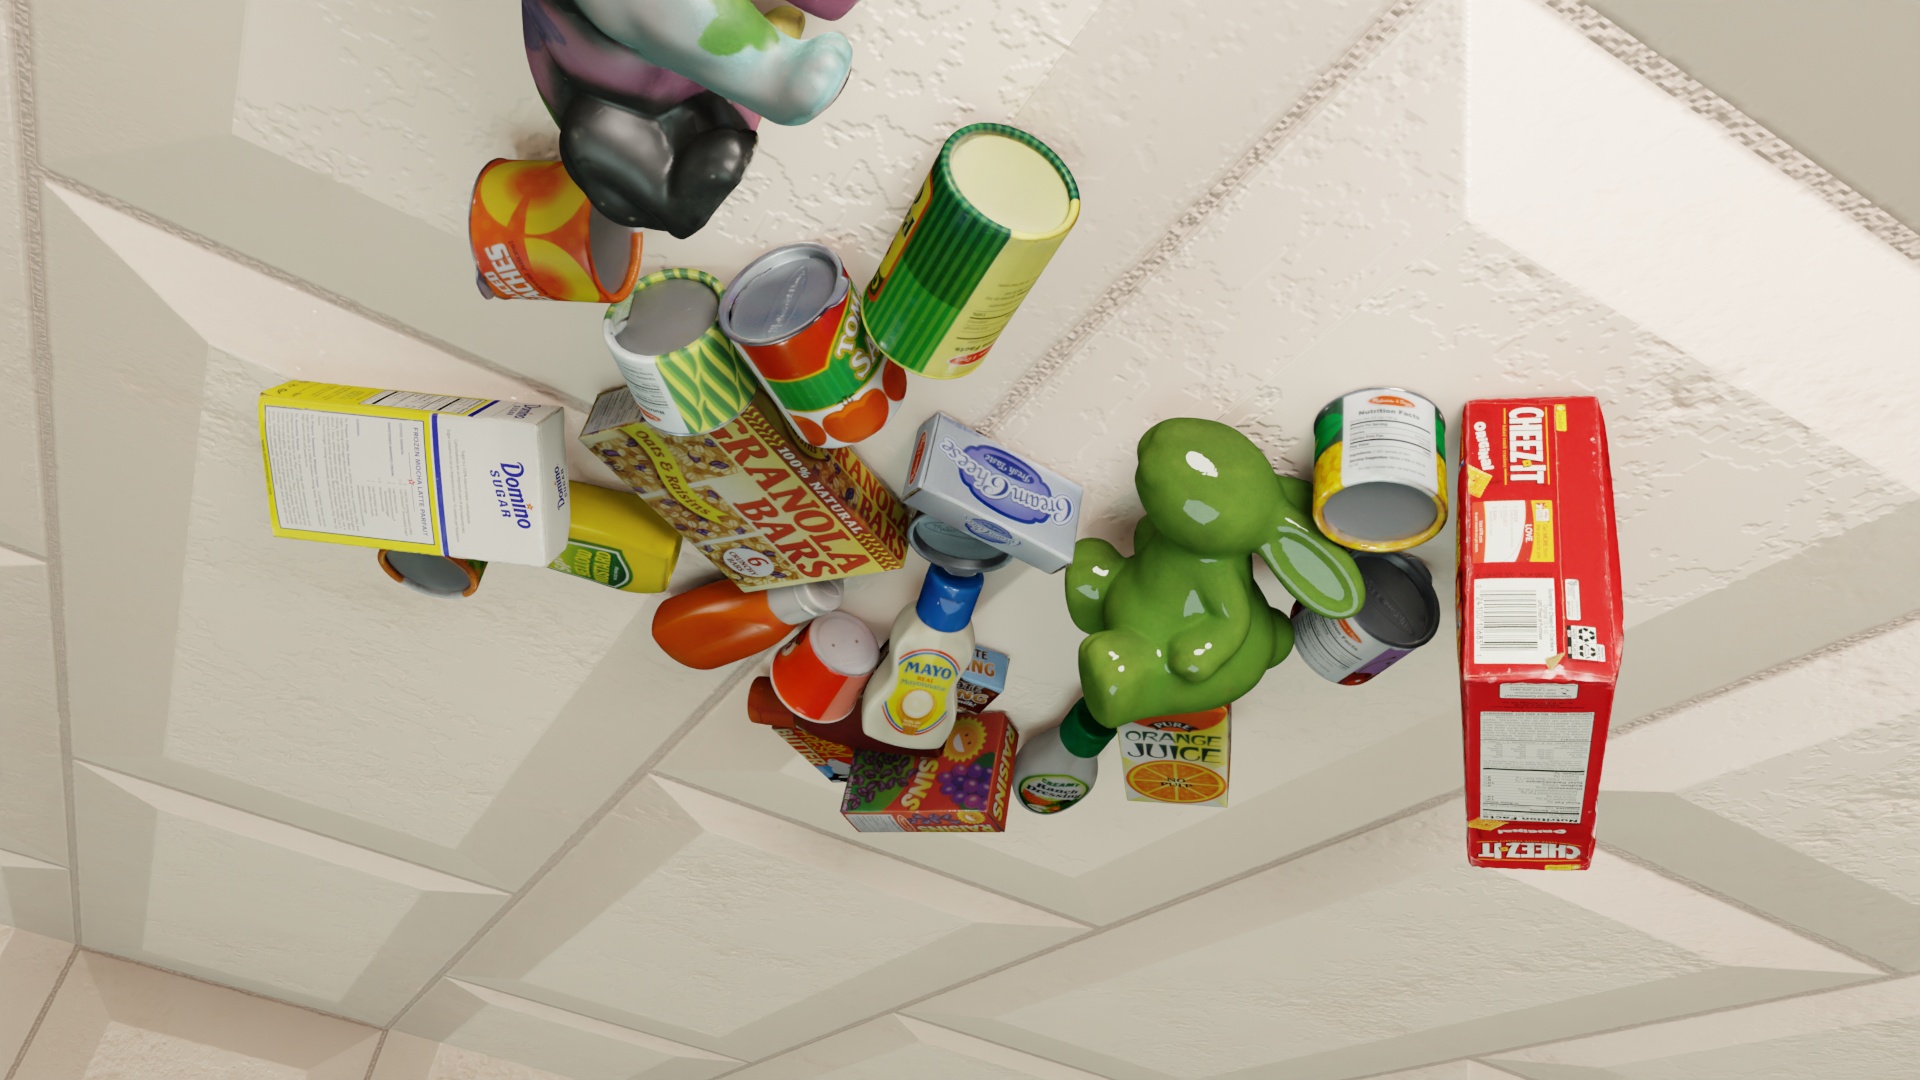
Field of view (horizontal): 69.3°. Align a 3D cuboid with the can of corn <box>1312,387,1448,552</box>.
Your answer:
[{"bbox_3d":[0.214,-0.034,0.712,0.071,0.058,0.070,8,146,5],"label":"can of corn"}]

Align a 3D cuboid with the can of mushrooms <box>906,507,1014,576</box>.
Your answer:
[{"bbox_3d":[0.003,-0.010,0.829,0.071,0.033,0.070,7,146,5],"label":"can of mushrooms"}]

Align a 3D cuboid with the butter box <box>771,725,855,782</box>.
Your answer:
[{"bbox_3d":[-0.104,0.164,1.126,0.053,0.024,0.103,-7,142,26],"label":"butter box"}]

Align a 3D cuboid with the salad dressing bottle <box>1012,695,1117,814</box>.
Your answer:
[{"bbox_3d":[0.081,0.162,1.052,0.064,0.044,0.147,13,146,-8],"label":"salad dressing bottle"}]

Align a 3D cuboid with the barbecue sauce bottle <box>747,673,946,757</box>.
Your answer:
[{"bbox_3d":[-0.085,0.127,1.047,0.148,0.044,0.064,4,127,11],"label":"barbecue sauce bottle"}]

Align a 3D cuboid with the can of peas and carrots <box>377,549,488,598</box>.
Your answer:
[{"bbox_3d":[-0.341,-0.004,0.913,0.071,0.059,0.070,7,146,5],"label":"can of peas and carrots"}]

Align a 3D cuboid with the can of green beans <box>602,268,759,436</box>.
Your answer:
[{"bbox_3d":[-0.143,-0.097,0.712,0.071,0.071,0.057,2,145,13],"label":"can of green beans"}]

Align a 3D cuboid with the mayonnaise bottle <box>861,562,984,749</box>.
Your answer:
[{"bbox_3d":[-0.021,0.075,0.918,0.065,0.041,0.147,12,128,-9],"label":"mayonnaise bottle"}]

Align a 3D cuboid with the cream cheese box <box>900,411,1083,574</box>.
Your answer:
[{"bbox_3d":[0.020,-0.026,0.783,0.104,0.053,0.024,26,145,-22],"label":"cream cheese box"}]

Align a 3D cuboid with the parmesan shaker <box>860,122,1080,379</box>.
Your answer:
[{"bbox_3d":[0.005,-0.130,0.626,0.071,0.072,0.102,20,144,-14],"label":"parmesan shaker"}]

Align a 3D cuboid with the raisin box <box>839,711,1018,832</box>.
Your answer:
[{"bbox_3d":[-0.022,0.179,1.069,0.123,0.086,0.040,-5,141,23],"label":"raisin box"}]

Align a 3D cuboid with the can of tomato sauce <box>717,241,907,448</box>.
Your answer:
[{"bbox_3d":[-0.070,-0.096,0.693,0.071,0.071,0.082,-5,144,22],"label":"can of tomato sauce"}]

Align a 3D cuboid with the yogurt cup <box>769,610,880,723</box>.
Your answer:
[{"bbox_3d":[-0.092,0.086,0.970,0.072,0.073,0.053,24,132,-18],"label":"yogurt cup"}]

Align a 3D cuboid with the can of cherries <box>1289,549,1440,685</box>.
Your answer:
[{"bbox_3d":[0.238,0.044,0.816,0.071,0.072,0.058,18,146,-11],"label":"can of cherries"}]

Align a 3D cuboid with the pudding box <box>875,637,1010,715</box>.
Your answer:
[{"bbox_3d":[-0.013,0.091,0.985,0.084,0.030,0.049,21,143,-15],"label":"pudding box"}]

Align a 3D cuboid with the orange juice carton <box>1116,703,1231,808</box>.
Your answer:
[{"bbox_3d":[0.143,0.105,0.925,0.073,0.072,0.191,2,146,12],"label":"orange juice carton"}]

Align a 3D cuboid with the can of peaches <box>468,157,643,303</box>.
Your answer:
[{"bbox_3d":[-0.189,-0.143,0.653,0.058,0.071,0.071,4,146,9],"label":"can of peaches"}]

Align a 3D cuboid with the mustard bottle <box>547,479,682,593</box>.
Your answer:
[{"bbox_3d":[-0.261,-0.010,0.890,0.160,0.049,0.065,14,143,-5],"label":"mustard bottle"}]

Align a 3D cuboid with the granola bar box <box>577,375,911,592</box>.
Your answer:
[{"bbox_3d":[-0.122,-0.035,0.822,0.124,0.039,0.165,-9,141,29],"label":"granola bar box"}]

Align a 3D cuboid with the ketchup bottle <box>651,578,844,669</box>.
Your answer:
[{"bbox_3d":[-0.143,0.049,0.949,0.148,0.044,0.064,-20,136,38],"label":"ketchup bottle"}]
